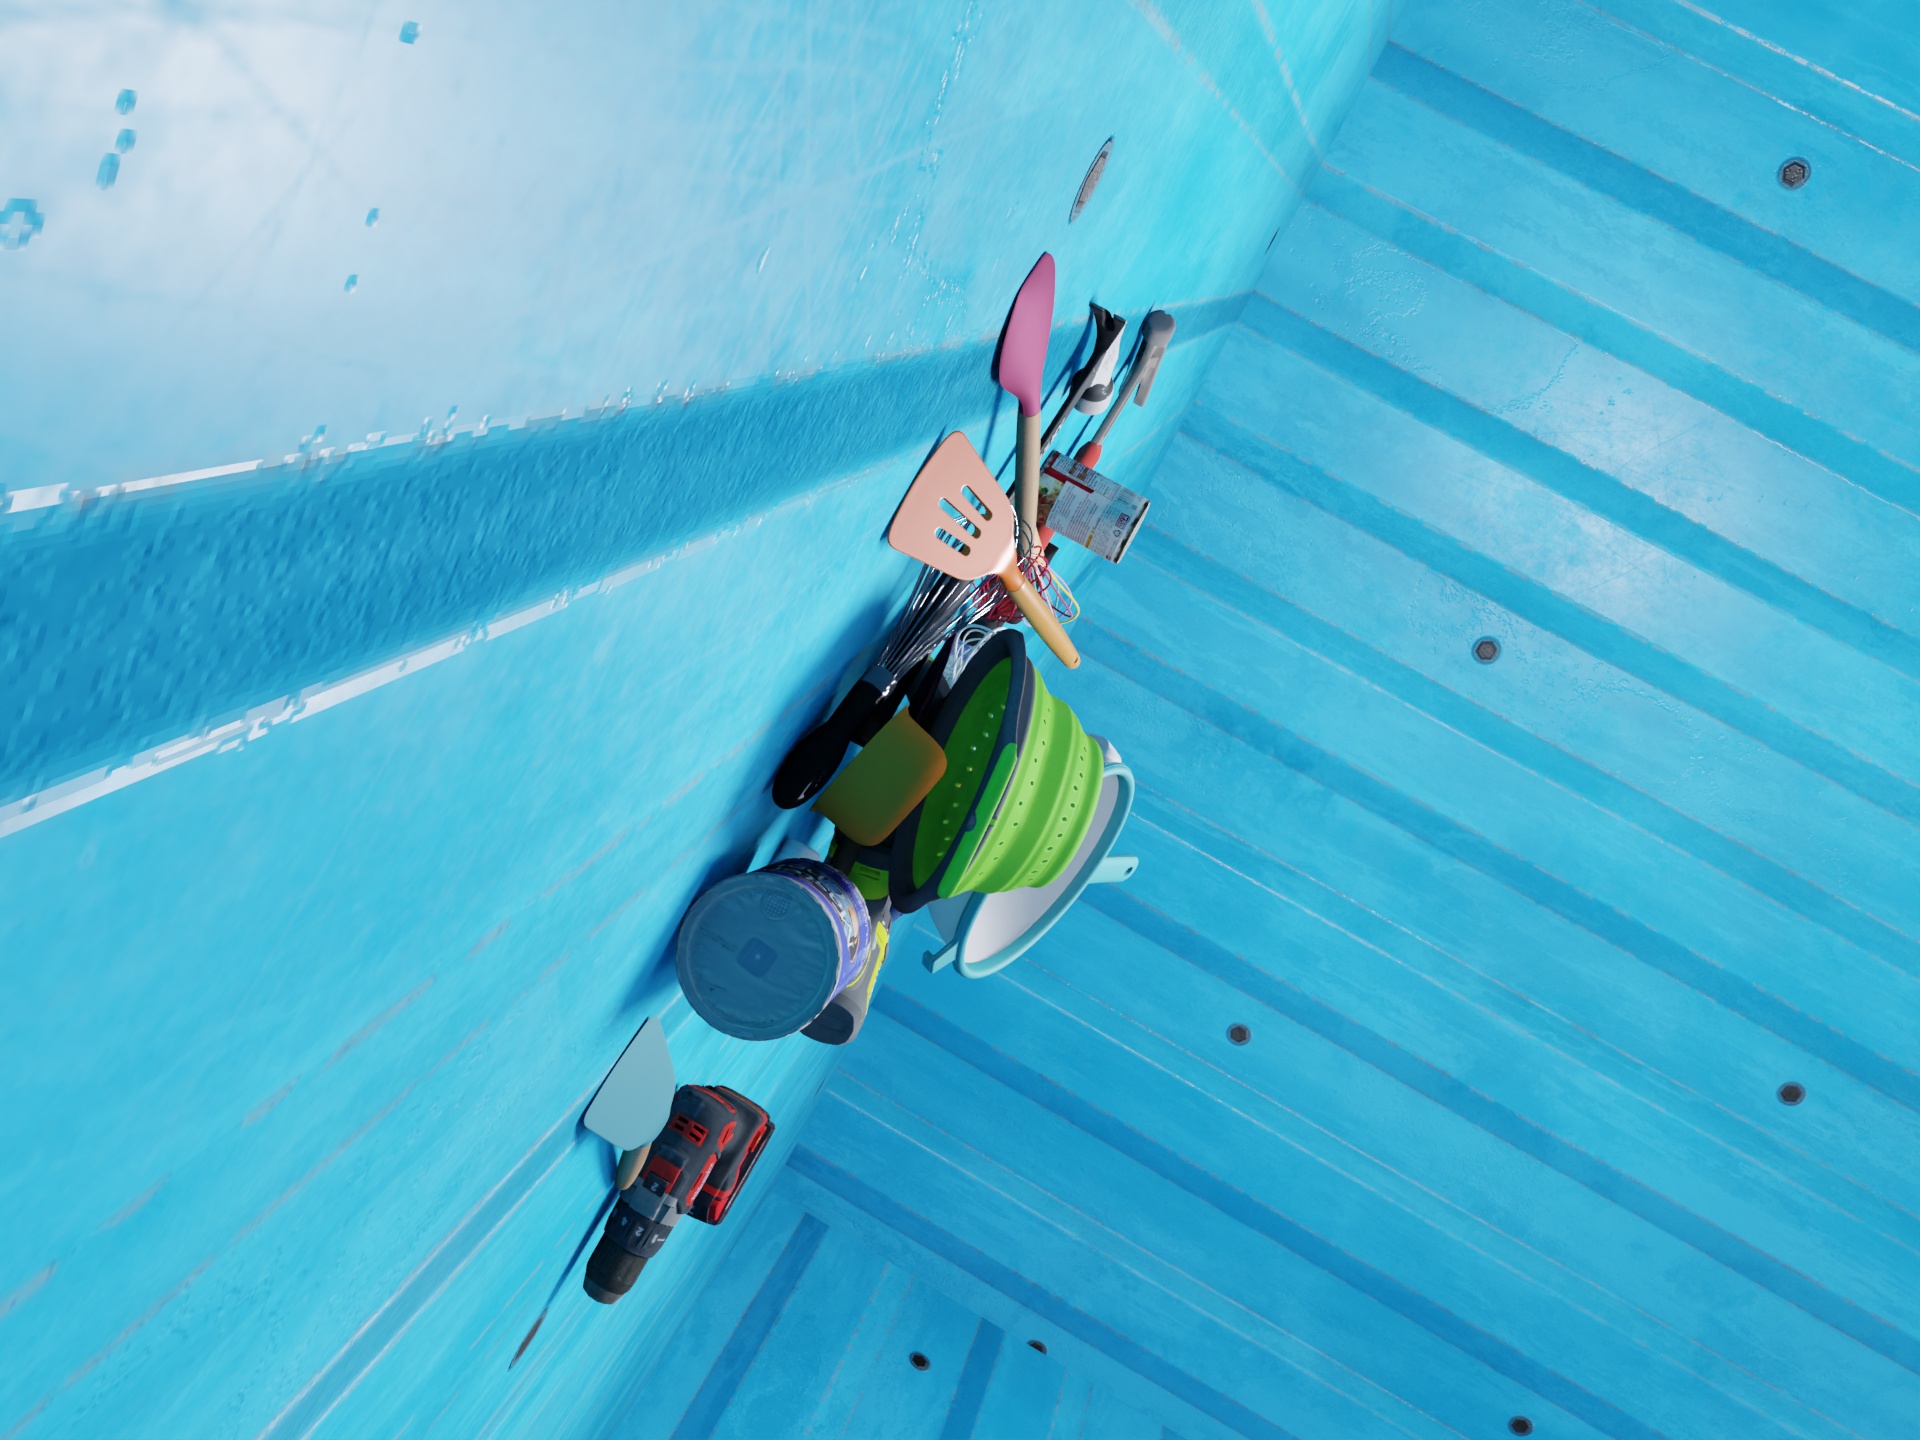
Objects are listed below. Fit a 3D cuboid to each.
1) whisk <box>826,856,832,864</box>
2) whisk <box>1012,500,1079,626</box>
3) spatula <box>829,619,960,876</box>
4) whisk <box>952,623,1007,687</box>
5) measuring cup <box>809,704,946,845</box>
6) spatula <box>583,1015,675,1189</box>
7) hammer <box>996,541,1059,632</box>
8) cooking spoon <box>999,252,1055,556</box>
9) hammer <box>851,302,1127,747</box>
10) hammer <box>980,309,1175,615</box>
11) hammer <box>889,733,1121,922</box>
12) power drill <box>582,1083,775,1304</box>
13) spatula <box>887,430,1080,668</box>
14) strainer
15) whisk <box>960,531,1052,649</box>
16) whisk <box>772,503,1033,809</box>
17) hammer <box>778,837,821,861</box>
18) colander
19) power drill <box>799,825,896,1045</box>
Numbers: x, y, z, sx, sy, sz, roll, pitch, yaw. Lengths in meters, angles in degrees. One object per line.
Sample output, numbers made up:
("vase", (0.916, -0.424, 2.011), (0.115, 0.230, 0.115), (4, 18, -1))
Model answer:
("whisk", (-0.078, 0.084, 1.450), (0.239, 0.055, 0.055), (-59, 177, 31))
("whisk", (0.072, -0.141, 1.445), (0.051, 0.047, 0.244), (-60, 160, -13))
("spatula", (-0.066, 0.061, 1.204), (0.060, 0.018, 0.315), (-77, -168, -63))
("whisk", (-0.002, -0.005, 1.429), (0.058, 0.059, 0.246), (-46, 167, -37))
("measuring cup", (-0.049, 0.042, 1.092), (0.095, 0.052, 0.173), (-47, 178, 0))
("spatula", (-0.241, 0.299, 1.151), (0.082, 0.044, 0.317), (-58, 179, -30))
("hammer", (0.004, -0.047, 1.594), (0.337, 0.034, 0.127), (-57, 175, -36))
("cooking spoon", (0.046, -0.196, 1.074), (0.069, 0.017, 0.318), (-59, 167, -21))
("hammer", (0.023, -0.147, 1.216), (0.409, 0.036, 0.149), (-59, 174, -19))
("hammer", (0.117, -0.247, 1.600), (0.359, 0.037, 0.149), (-59, 175, -24))
("hammer", (-0.013, 0.143, 1.528), (0.405, 0.035, 0.144), (-36, -172, 13))
("power drill", (-0.249, 0.408, 1.397), (0.188, 0.080, 0.226), (-60, 172, -8))
("spatula", (0.034, -0.090, 1.069), (0.081, 0.041, 0.322), (-59, 158, -5))
("strainer", (0.064, 0.102, 1.333), (0.211, 0.095, 0.340), (-56, 158, 10))
("whisk", (0.029, -0.102, 1.413), (0.073, 0.073, 0.295), (-60, 180, -13))
("whisk", (-0.037, -0.046, 1.066), (0.285, 0.070, 0.070), (-53, 172, -27))
("hammer", (-0.153, 0.184, 1.318), (0.128, 0.033, 0.331), (-60, 175, -14))
("colander", (0.023, 0.025, 1.155), (0.397, 0.094, 0.204), (-115, -131, -72))
("power drill", (-0.077, 0.139, 1.364), (0.191, 0.080, 0.228), (-72, 179, -57))
